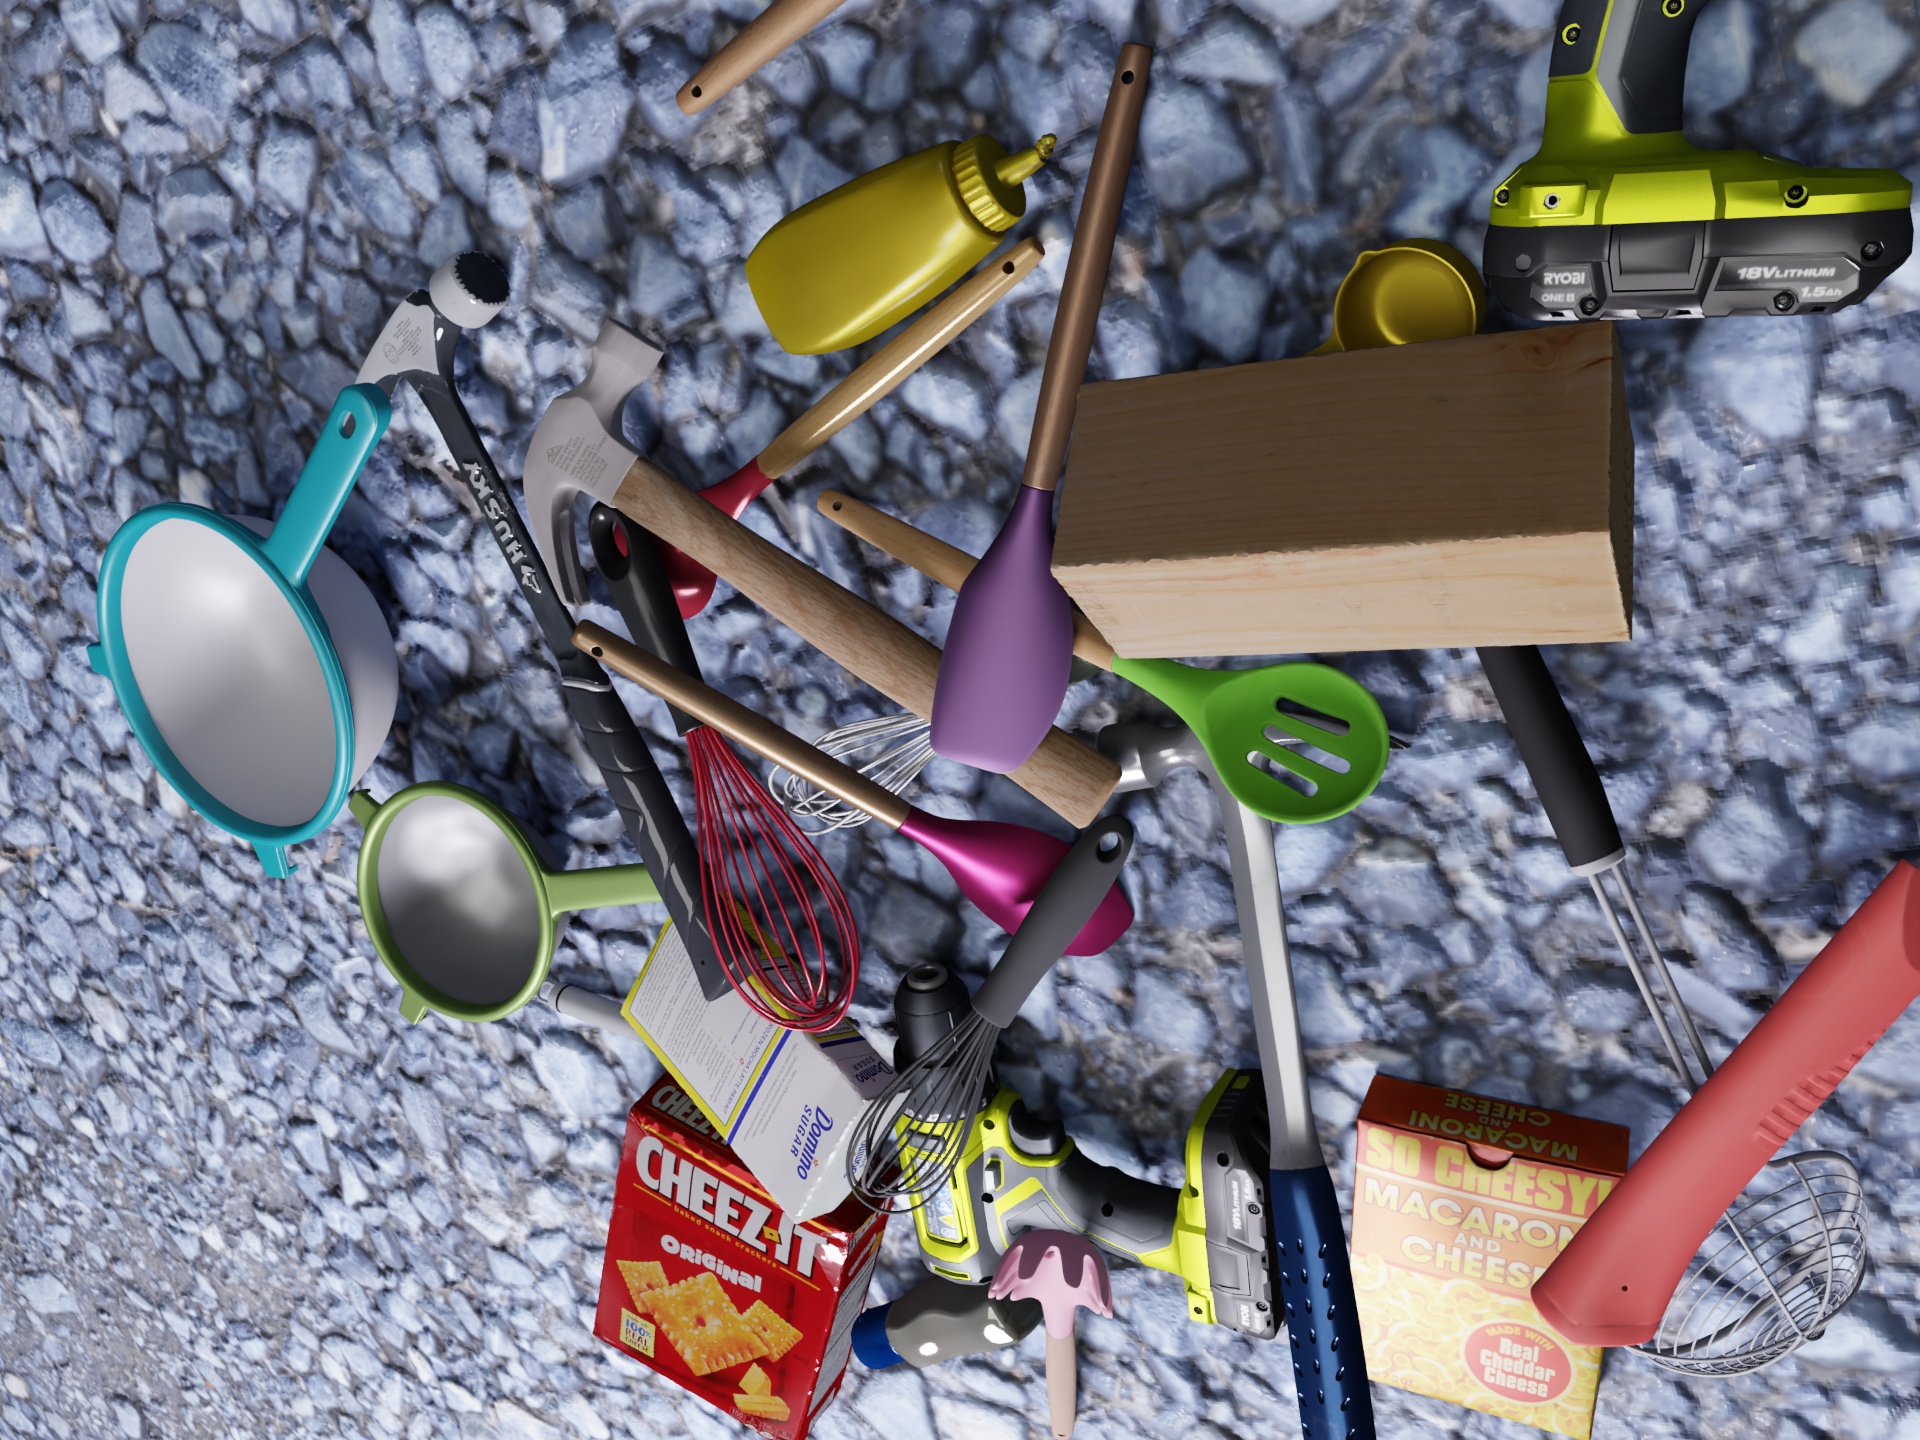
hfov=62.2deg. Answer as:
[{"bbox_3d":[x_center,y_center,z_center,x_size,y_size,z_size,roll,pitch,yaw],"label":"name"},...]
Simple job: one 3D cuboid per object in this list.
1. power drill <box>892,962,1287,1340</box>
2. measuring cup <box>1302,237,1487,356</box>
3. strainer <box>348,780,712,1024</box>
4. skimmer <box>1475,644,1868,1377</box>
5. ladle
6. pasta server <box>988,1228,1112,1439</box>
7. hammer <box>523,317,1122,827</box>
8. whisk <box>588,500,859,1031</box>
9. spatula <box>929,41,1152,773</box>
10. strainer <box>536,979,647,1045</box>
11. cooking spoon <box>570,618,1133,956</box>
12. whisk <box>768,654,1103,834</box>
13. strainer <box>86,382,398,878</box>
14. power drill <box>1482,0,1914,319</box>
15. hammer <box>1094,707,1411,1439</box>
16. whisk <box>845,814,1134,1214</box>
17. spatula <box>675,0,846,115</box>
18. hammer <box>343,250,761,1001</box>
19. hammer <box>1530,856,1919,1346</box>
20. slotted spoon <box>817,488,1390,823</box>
[{"bbox_3d":[0.065,0.229,0.853,0.228,0.080,0.190,4,115,29],"label":"power drill"},{"bbox_3d":[0.149,-0.147,0.665,0.156,0.029,0.062,-27,101,46],"label":"measuring cup"},{"bbox_3d":[-0.246,0.097,0.959,0.256,0.069,0.151,-8,98,25],"label":"strainer"},{"bbox_3d":[0.289,0.117,0.696,0.127,0.090,0.363,-24,89,-8],"label":"skimmer"},{"bbox_3d":[-0.077,-0.138,0.783,0.315,0.031,0.069,-32,95,33],"label":"ladle"},{"bbox_3d":[0.053,0.347,0.869,0.060,0.040,0.316,6,141,9],"label":"pasta server"},{"bbox_3d":[-0.070,-0.052,0.763,0.331,0.031,0.130,34,100,8],"label":"hammer"},{"bbox_3d":[-0.125,0.021,0.815,0.073,0.073,0.296,-25,88,34],"label":"whisk"},{"bbox_3d":[0.042,-0.126,0.690,0.060,0.018,0.315,15,106,10],"label":"spatula"},{"bbox_3d":[-0.167,0.198,0.982,0.258,0.050,0.087,12,85,29],"label":"strainer"},{"bbox_3d":[-0.051,0.036,0.794,0.318,0.017,0.068,31,123,-13],"label":"cooking spoon"},{"bbox_3d":[-0.001,-0.003,0.796,0.246,0.058,0.059,-28,133,30],"label":"whisk"},{"bbox_3d":[-0.376,-0.076,0.925,0.211,0.095,0.340,47,125,6],"label":"strainer"},{"bbox_3d":[0.256,-0.251,0.524,0.171,0.080,0.223,6,112,26],"label":"power drill"},{"bbox_3d":[0.158,0.192,0.725,0.144,0.035,0.405,-10,85,29],"label":"hammer"},{"bbox_3d":[0.018,0.148,0.799,0.055,0.055,0.239,34,98,9],"label":"whisk"},{"bbox_3d":[-0.015,-0.336,0.644,0.317,0.044,0.082,-24,104,35],"label":"spatula"},{"bbox_3d":[-0.215,-0.036,0.861,0.149,0.036,0.409,-27,89,37],"label":"hammer"},{"bbox_3d":[0.334,0.097,0.608,0.149,0.037,0.359,35,106,7],"label":"hammer"},{"bbox_3d":[0.053,-0.042,0.727,0.314,0.031,0.070,30,91,27],"label":"slotted spoon"}]
